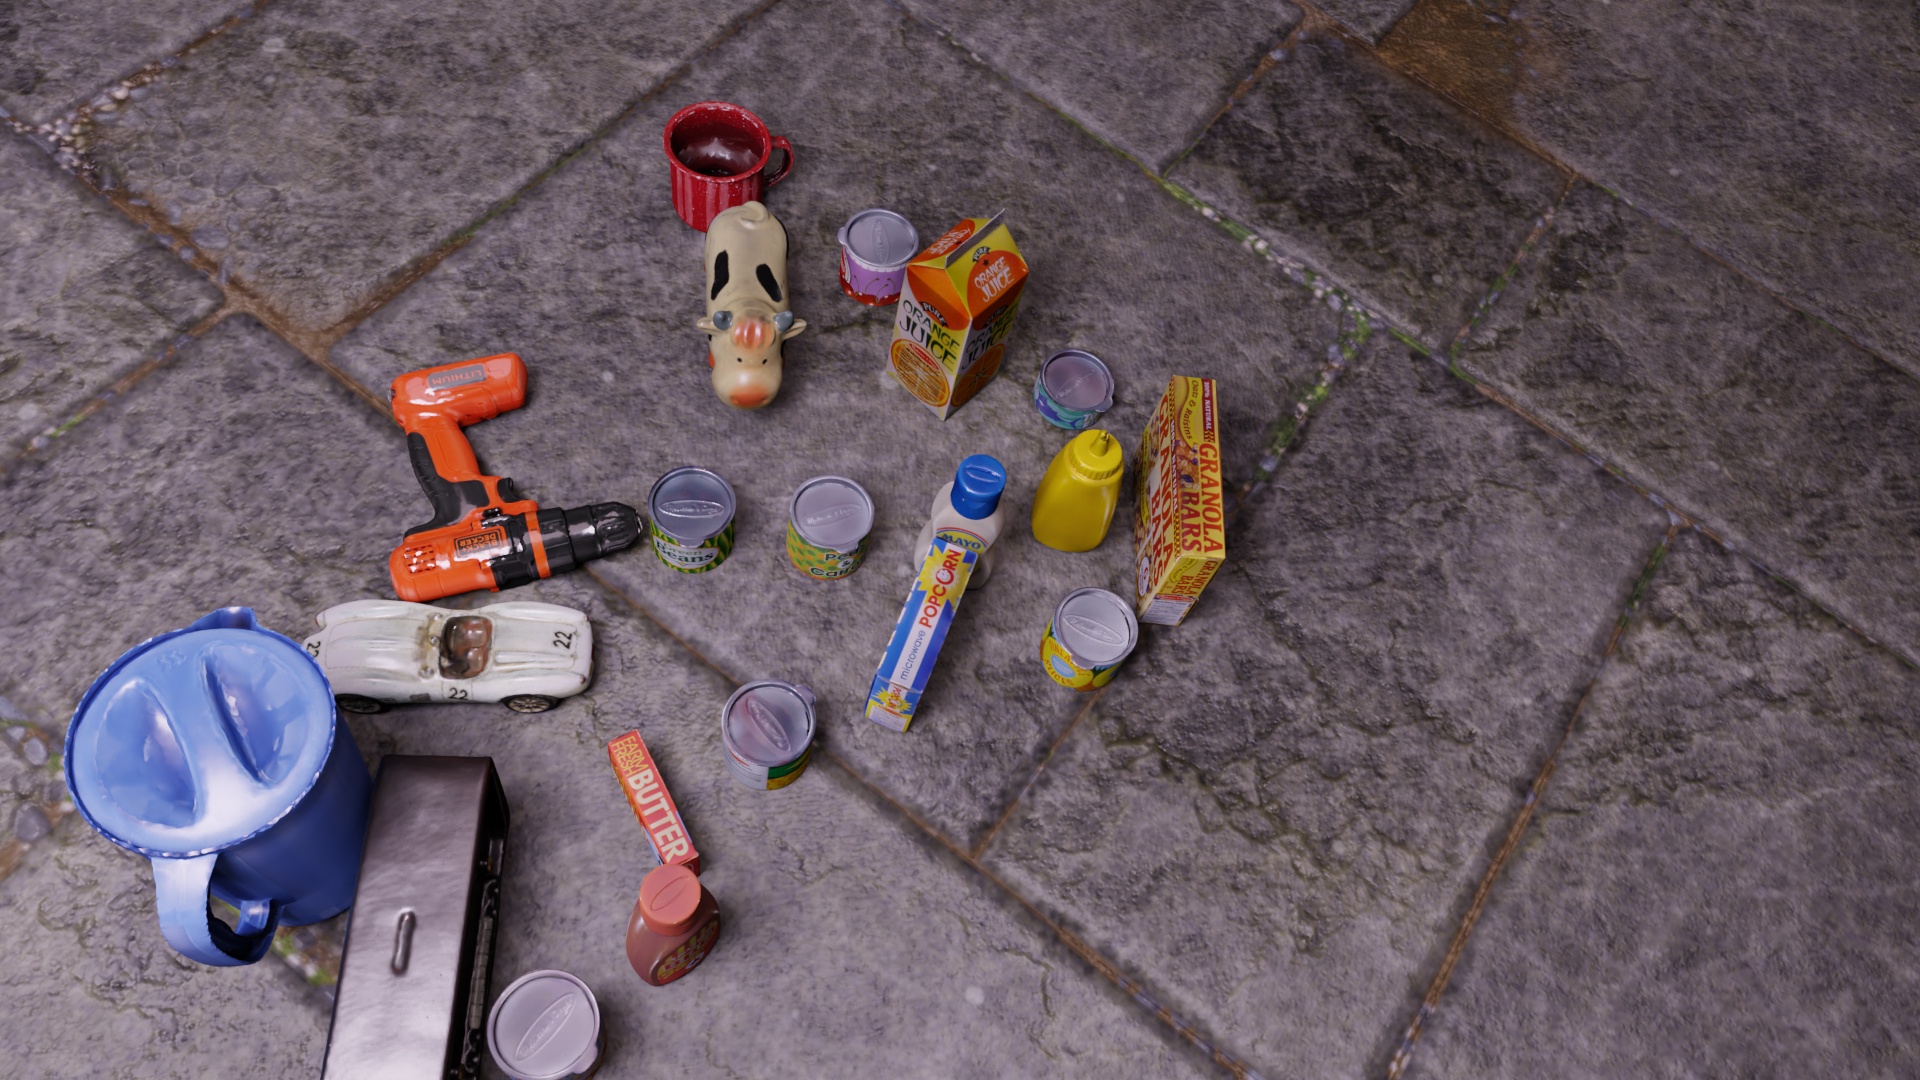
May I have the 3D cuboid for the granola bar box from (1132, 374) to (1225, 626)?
[{"bbox_3d":[0.174,-0.031,1.119,0.039,0.123,0.166,6,61,-7],"label":"granola bar box"}]

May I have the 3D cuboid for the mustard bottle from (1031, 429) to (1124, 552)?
[{"bbox_3d":[0.098,-0.045,1.093,0.065,0.159,0.049,13,61,-3],"label":"mustard bottle"}]

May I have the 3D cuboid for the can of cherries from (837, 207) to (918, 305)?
[{"bbox_3d":[-0.076,-0.251,1.232,0.071,0.058,0.072,4,61,-8],"label":"can of cherries"}]

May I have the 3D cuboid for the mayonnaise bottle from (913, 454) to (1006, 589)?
[{"bbox_3d":[0.004,-0.013,1.065,0.065,0.147,0.041,16,61,-2],"label":"mayonnaise bottle"}]

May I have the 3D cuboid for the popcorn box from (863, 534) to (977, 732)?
[{"bbox_3d":[-0.030,0.072,1.049,0.038,0.084,0.127,21,60,2],"label":"popcorn box"}]

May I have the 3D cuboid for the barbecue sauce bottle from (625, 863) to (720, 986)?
[{"bbox_3d":[-0.185,0.243,0.891,0.065,0.147,0.044,-38,74,-25],"label":"barbecue sauce bottle"}]

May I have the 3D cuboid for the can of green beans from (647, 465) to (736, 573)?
[{"bbox_3d":[-0.208,-0.015,1.079,0.071,0.057,0.071,4,61,-8],"label":"can of green beans"}]

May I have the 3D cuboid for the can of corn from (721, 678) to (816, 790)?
[{"bbox_3d":[-0.138,0.140,1.007,0.071,0.058,0.071,4,61,-8],"label":"can of corn"}]

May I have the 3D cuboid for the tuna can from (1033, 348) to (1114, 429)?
[{"bbox_3d":[0.100,-0.130,1.212,0.071,0.032,0.071,4,61,-8],"label":"tuna can"}]

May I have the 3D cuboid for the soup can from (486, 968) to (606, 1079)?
[{"bbox_3d":[-0.257,0.314,0.876,0.071,0.083,0.071,4,61,-8],"label":"soup can"}]

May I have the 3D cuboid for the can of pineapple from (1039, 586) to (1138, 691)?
[{"bbox_3d":[0.098,0.079,1.084,0.071,0.057,0.071,4,61,-8],"label":"can of pineapple"}]

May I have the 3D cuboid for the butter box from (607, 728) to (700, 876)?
[{"bbox_3d":[-0.215,0.187,0.971,0.024,0.053,0.104,-24,68,-21],"label":"butter box"}]

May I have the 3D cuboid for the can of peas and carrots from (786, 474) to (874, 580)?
[{"bbox_3d":[-0.102,-0.008,1.094,0.071,0.058,0.071,4,61,-8],"label":"can of peas and carrots"}]

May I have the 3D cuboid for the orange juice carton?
[{"bbox_3d":[-0.003,-0.189,1.134,0.073,0.191,0.072,41,63,12],"label":"orange juice carton"}]
